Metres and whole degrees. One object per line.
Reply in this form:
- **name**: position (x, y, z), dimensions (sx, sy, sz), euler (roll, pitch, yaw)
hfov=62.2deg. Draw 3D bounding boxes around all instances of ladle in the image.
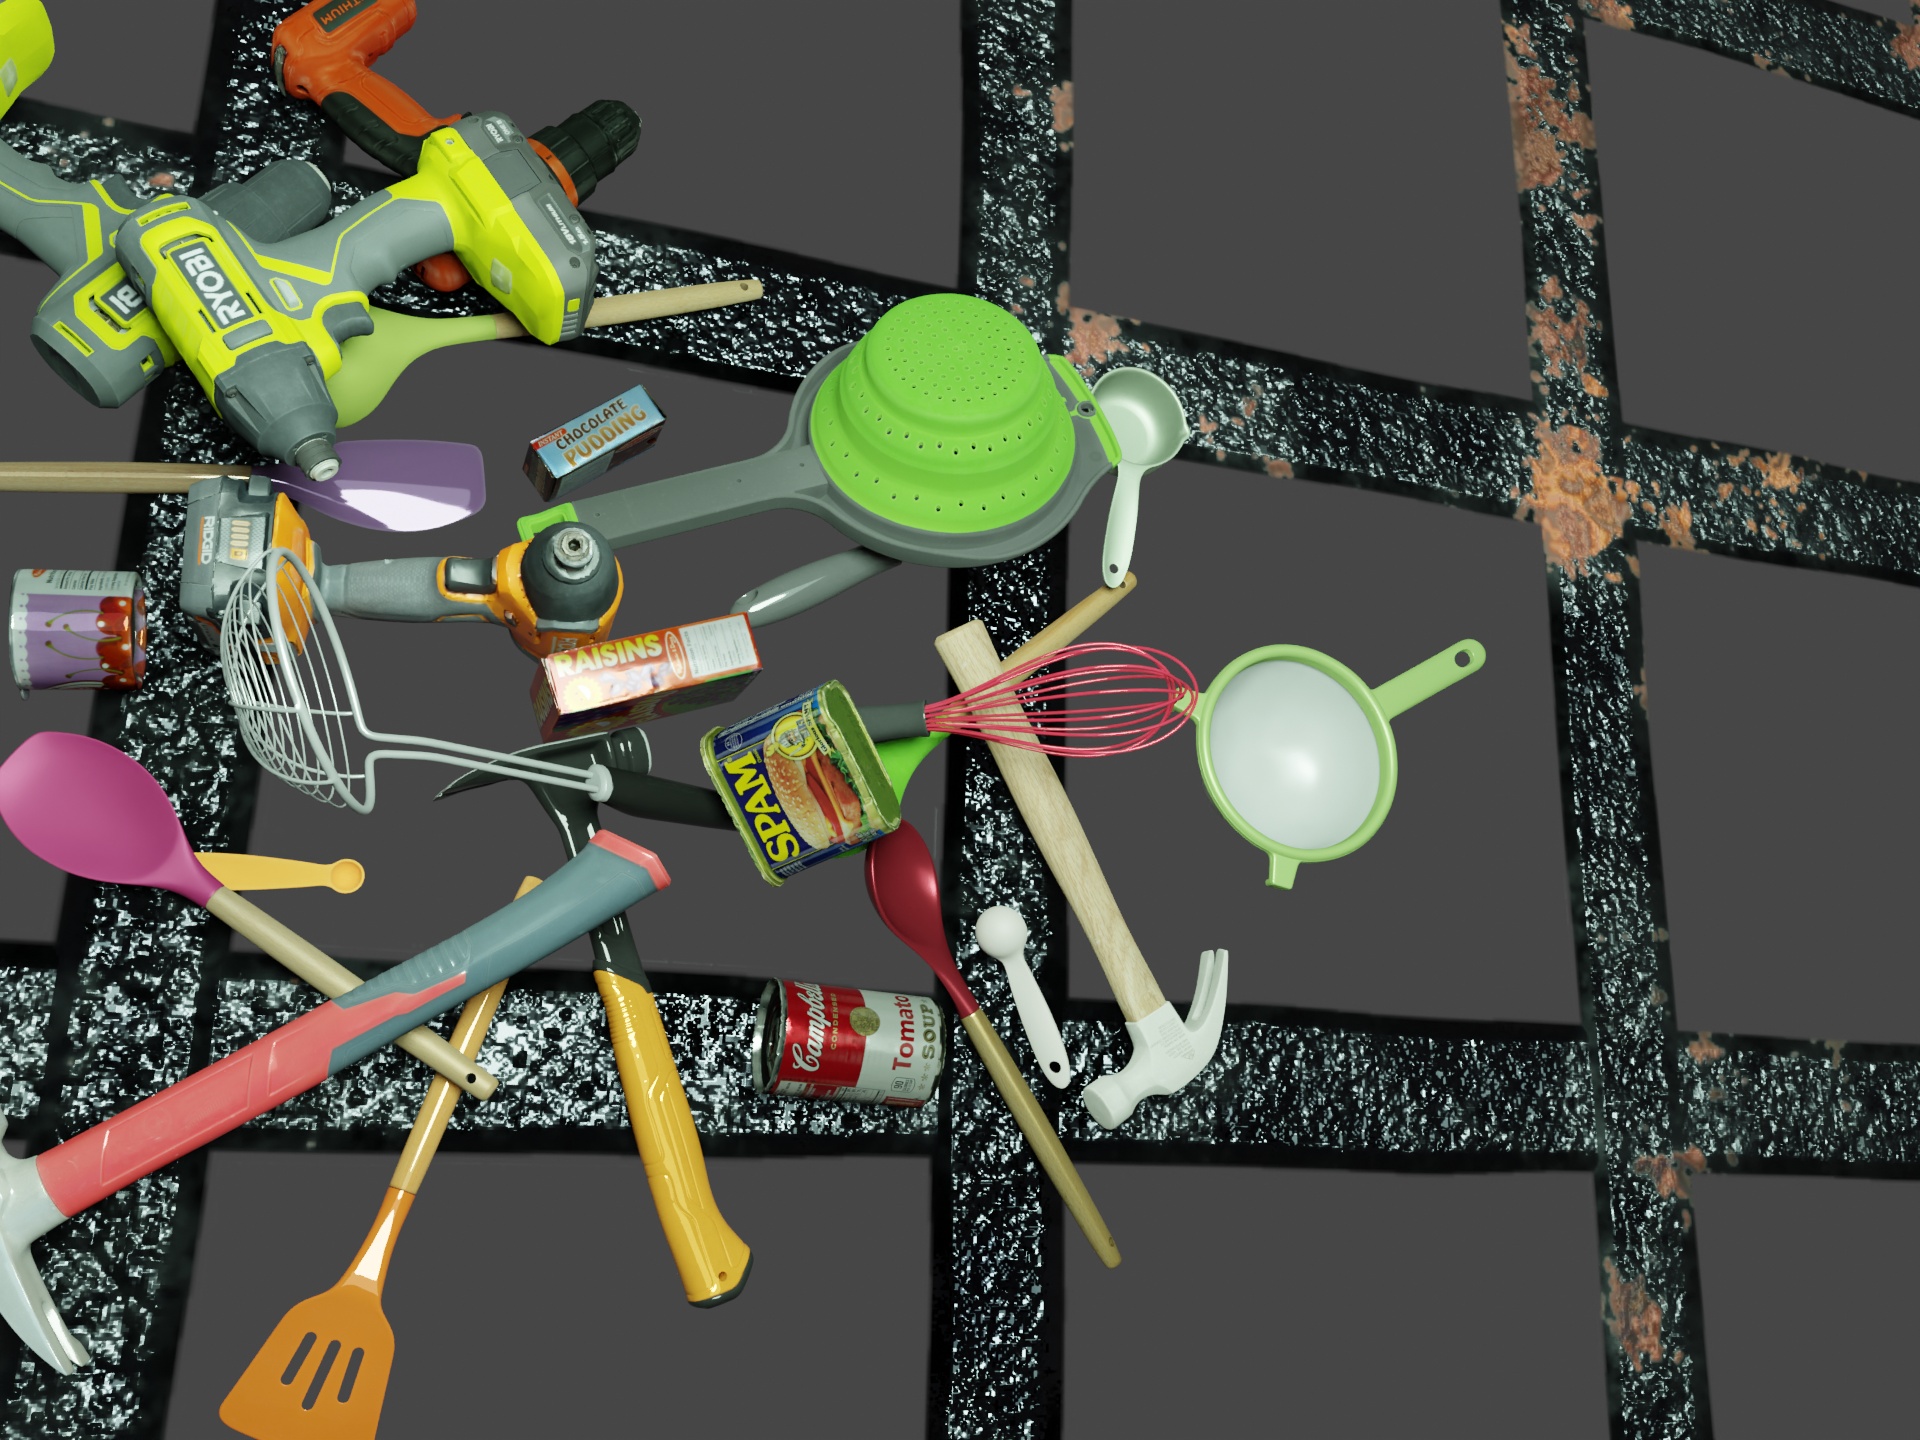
- **ladle**: position (0.020, 0.205, 1.000), dimensions (0.315, 0.031, 0.069), euler (61, 34, -1)
- **ladle**: position (-0.274, -0.248, 1.011), dimensions (0.320, 0.062, 0.078), euler (-18, 81, -30)

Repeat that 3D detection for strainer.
- **strainer**: position (0.262, 0.007, 1.118), dimensions (0.256, 0.069, 0.151), euler (-26, 84, -24)

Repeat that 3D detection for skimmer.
- **skimmer**: position (-0.218, 0.009, 0.834), dimensions (0.363, 0.090, 0.127), euler (18, 43, -51)

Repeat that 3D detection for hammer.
- **hammer**: position (-0.325, 0.181, 0.839), dimensions (0.386, 0.038, 0.143), euler (-28, 88, -12)
- **hammer**: position (-0.196, 0.174, 0.919), dimensions (0.127, 0.034, 0.337), euler (-14, 83, -36)
- **hammer**: position (0.073, 0.087, 1.034), dimensions (0.130, 0.031, 0.331), euler (-27, 93, -26)

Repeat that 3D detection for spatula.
- **spatula**: position (-0.300, 0.237, 0.881), dimensions (0.081, 0.041, 0.323), euler (24, 66, -12)
- **spatula**: position (-0.441, -0.139, 0.928), dimensions (0.315, 0.018, 0.060), euler (-2, 78, -21)

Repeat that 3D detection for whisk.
- **whisk**: position (-0.044, -0.110, 1.051), dimensions (0.239, 0.055, 0.055), euler (-25, 86, -19)
- **whisk**: position (-0.002, -0.003, 0.982), dimensions (0.296, 0.073, 0.073), euler (-6, 77, 6)

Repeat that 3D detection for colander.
- **colander**: position (-0.083, -0.183, 1.001), dimensions (0.397, 0.094, 0.205), euler (-17, 61, -17)

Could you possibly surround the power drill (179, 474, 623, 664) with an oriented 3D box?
- **power drill**: position (-0.303, -0.080, 0.885), dimensions (0.226, 0.164, 0.084), euler (3, 77, -17)

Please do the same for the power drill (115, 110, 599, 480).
- **power drill**: position (-0.326, -0.241, 0.897), dimensions (0.223, 0.080, 0.171), euler (-33, 82, -26)

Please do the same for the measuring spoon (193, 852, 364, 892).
- **measuring spoon**: position (-0.396, 0.086, 0.893), dimensions (0.117, 0.011, 0.021), euler (4, 73, -15)

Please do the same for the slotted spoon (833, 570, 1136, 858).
- **slotted spoon**: position (0.009, -0.015, 1.055), dimensions (0.314, 0.031, 0.070), euler (-38, 91, -25)

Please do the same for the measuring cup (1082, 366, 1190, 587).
- **measuring cup**: position (0.112, -0.168, 1.127), dimensions (0.083, 0.038, 0.168), euler (14, 74, -16)

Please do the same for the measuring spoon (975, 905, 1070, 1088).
- **measuring spoon**: position (0.041, 0.178, 1.014), dimensions (0.034, 0.018, 0.124), euler (-23, 88, 20)

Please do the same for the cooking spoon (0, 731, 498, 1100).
- **cooking spoon**: position (-0.387, 0.112, 0.870), dimensions (0.319, 0.017, 0.069), euler (36, 70, -2)

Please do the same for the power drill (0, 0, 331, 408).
- **power drill**: position (-0.506, -0.317, 0.920), dimensions (0.228, 0.080, 0.190), euler (43, 67, -8)
